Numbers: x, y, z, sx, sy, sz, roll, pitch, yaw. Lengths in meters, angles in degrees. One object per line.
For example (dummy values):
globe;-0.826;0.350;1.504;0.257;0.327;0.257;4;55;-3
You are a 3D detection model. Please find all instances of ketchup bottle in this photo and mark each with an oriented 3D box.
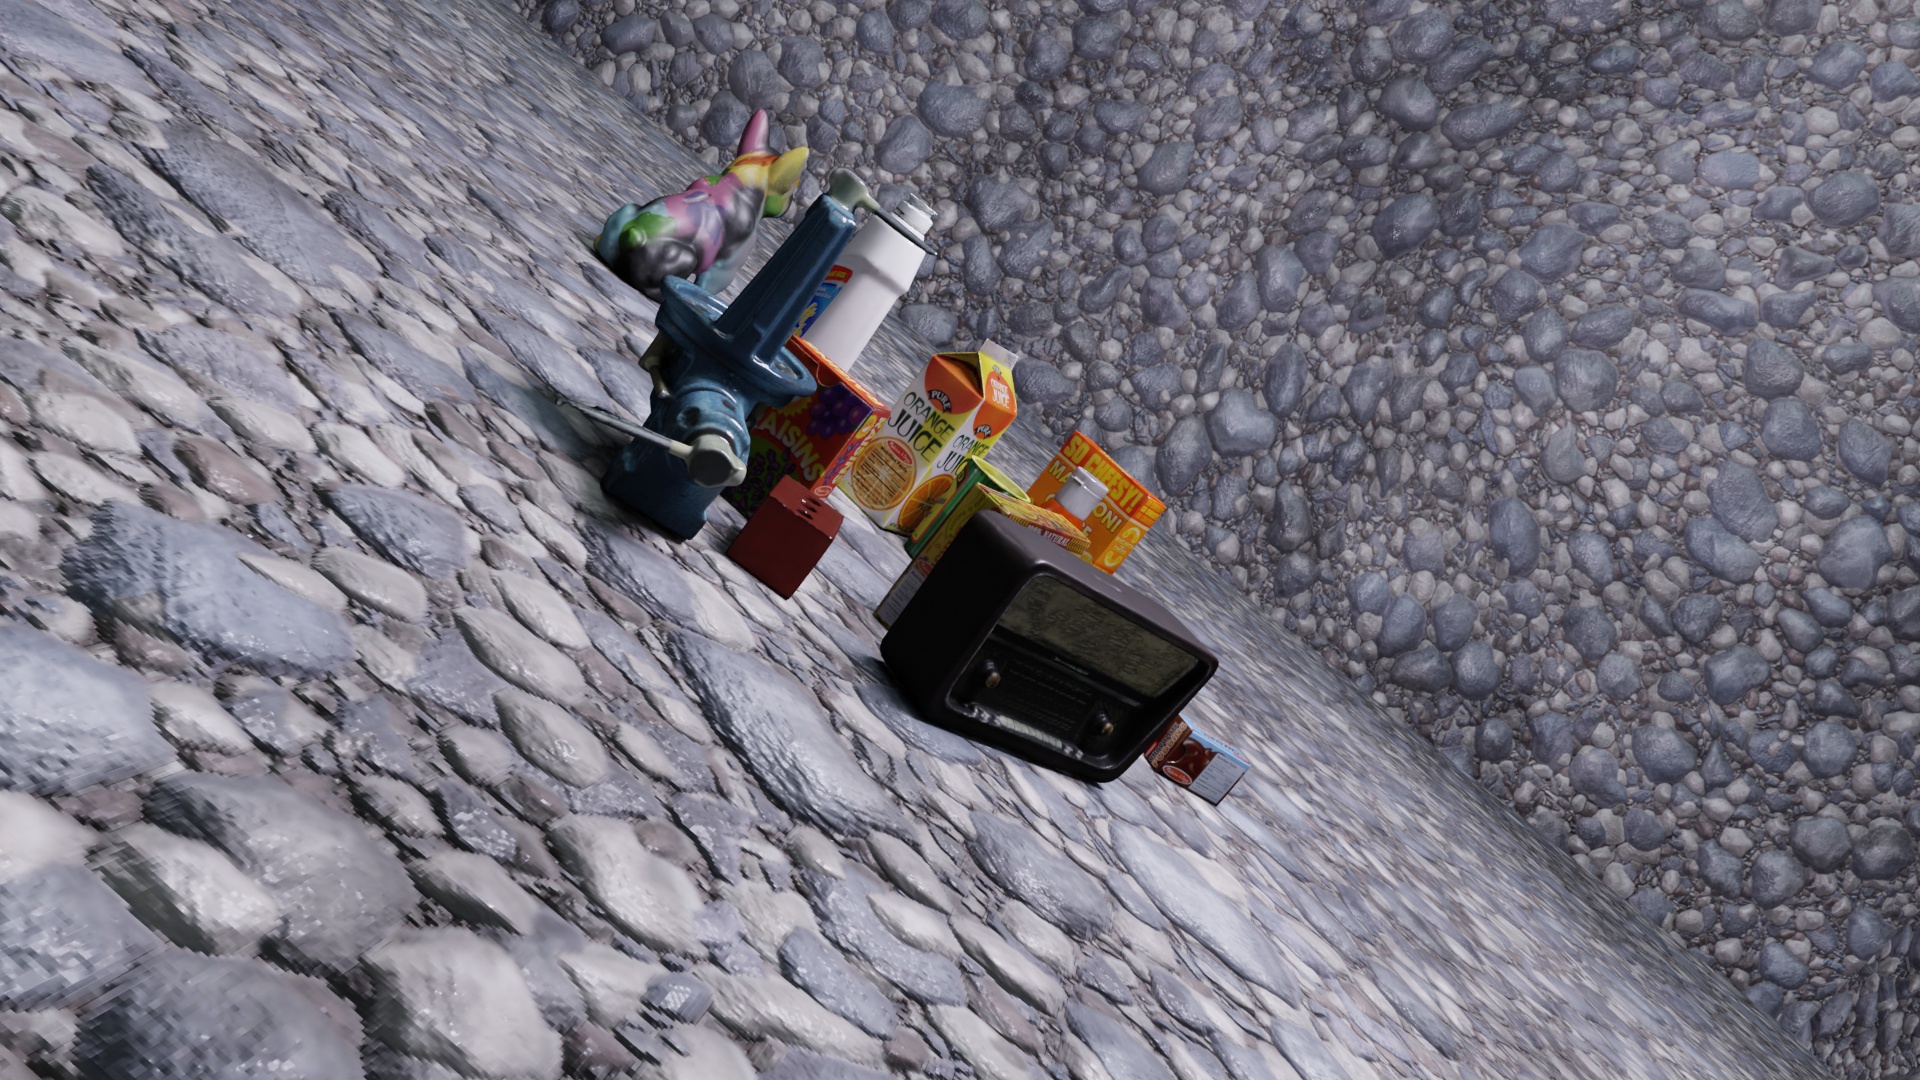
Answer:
ketchup bottle;0.078;-0.001;1.296;0.065;0.148;0.043;45;12;33

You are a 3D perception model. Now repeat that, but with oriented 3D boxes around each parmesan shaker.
parmesan shaker;0.004;-0.016;1.237;0.071;0.103;0.071;37;10;-8

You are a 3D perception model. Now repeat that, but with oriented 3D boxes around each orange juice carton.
orange juice carton;-0.020;-0.100;1.268;0.073;0.192;0.072;43;11;25

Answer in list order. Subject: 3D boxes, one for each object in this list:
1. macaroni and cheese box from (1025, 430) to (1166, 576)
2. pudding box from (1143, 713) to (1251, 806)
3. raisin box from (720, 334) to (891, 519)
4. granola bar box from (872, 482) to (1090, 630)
macaroni and cheese box;0.107;-0.008;1.374;0.040;0.166;0.124;27;15;-49
pudding box;0.203;0.188;1.190;0.083;0.049;0.030;32;12;-31
raisin box;-0.121;-0.072;1.000;0.086;0.123;0.040;41;10;15
granola bar box;0.020;0.027;1.052;0.039;0.124;0.165;43;11;24
